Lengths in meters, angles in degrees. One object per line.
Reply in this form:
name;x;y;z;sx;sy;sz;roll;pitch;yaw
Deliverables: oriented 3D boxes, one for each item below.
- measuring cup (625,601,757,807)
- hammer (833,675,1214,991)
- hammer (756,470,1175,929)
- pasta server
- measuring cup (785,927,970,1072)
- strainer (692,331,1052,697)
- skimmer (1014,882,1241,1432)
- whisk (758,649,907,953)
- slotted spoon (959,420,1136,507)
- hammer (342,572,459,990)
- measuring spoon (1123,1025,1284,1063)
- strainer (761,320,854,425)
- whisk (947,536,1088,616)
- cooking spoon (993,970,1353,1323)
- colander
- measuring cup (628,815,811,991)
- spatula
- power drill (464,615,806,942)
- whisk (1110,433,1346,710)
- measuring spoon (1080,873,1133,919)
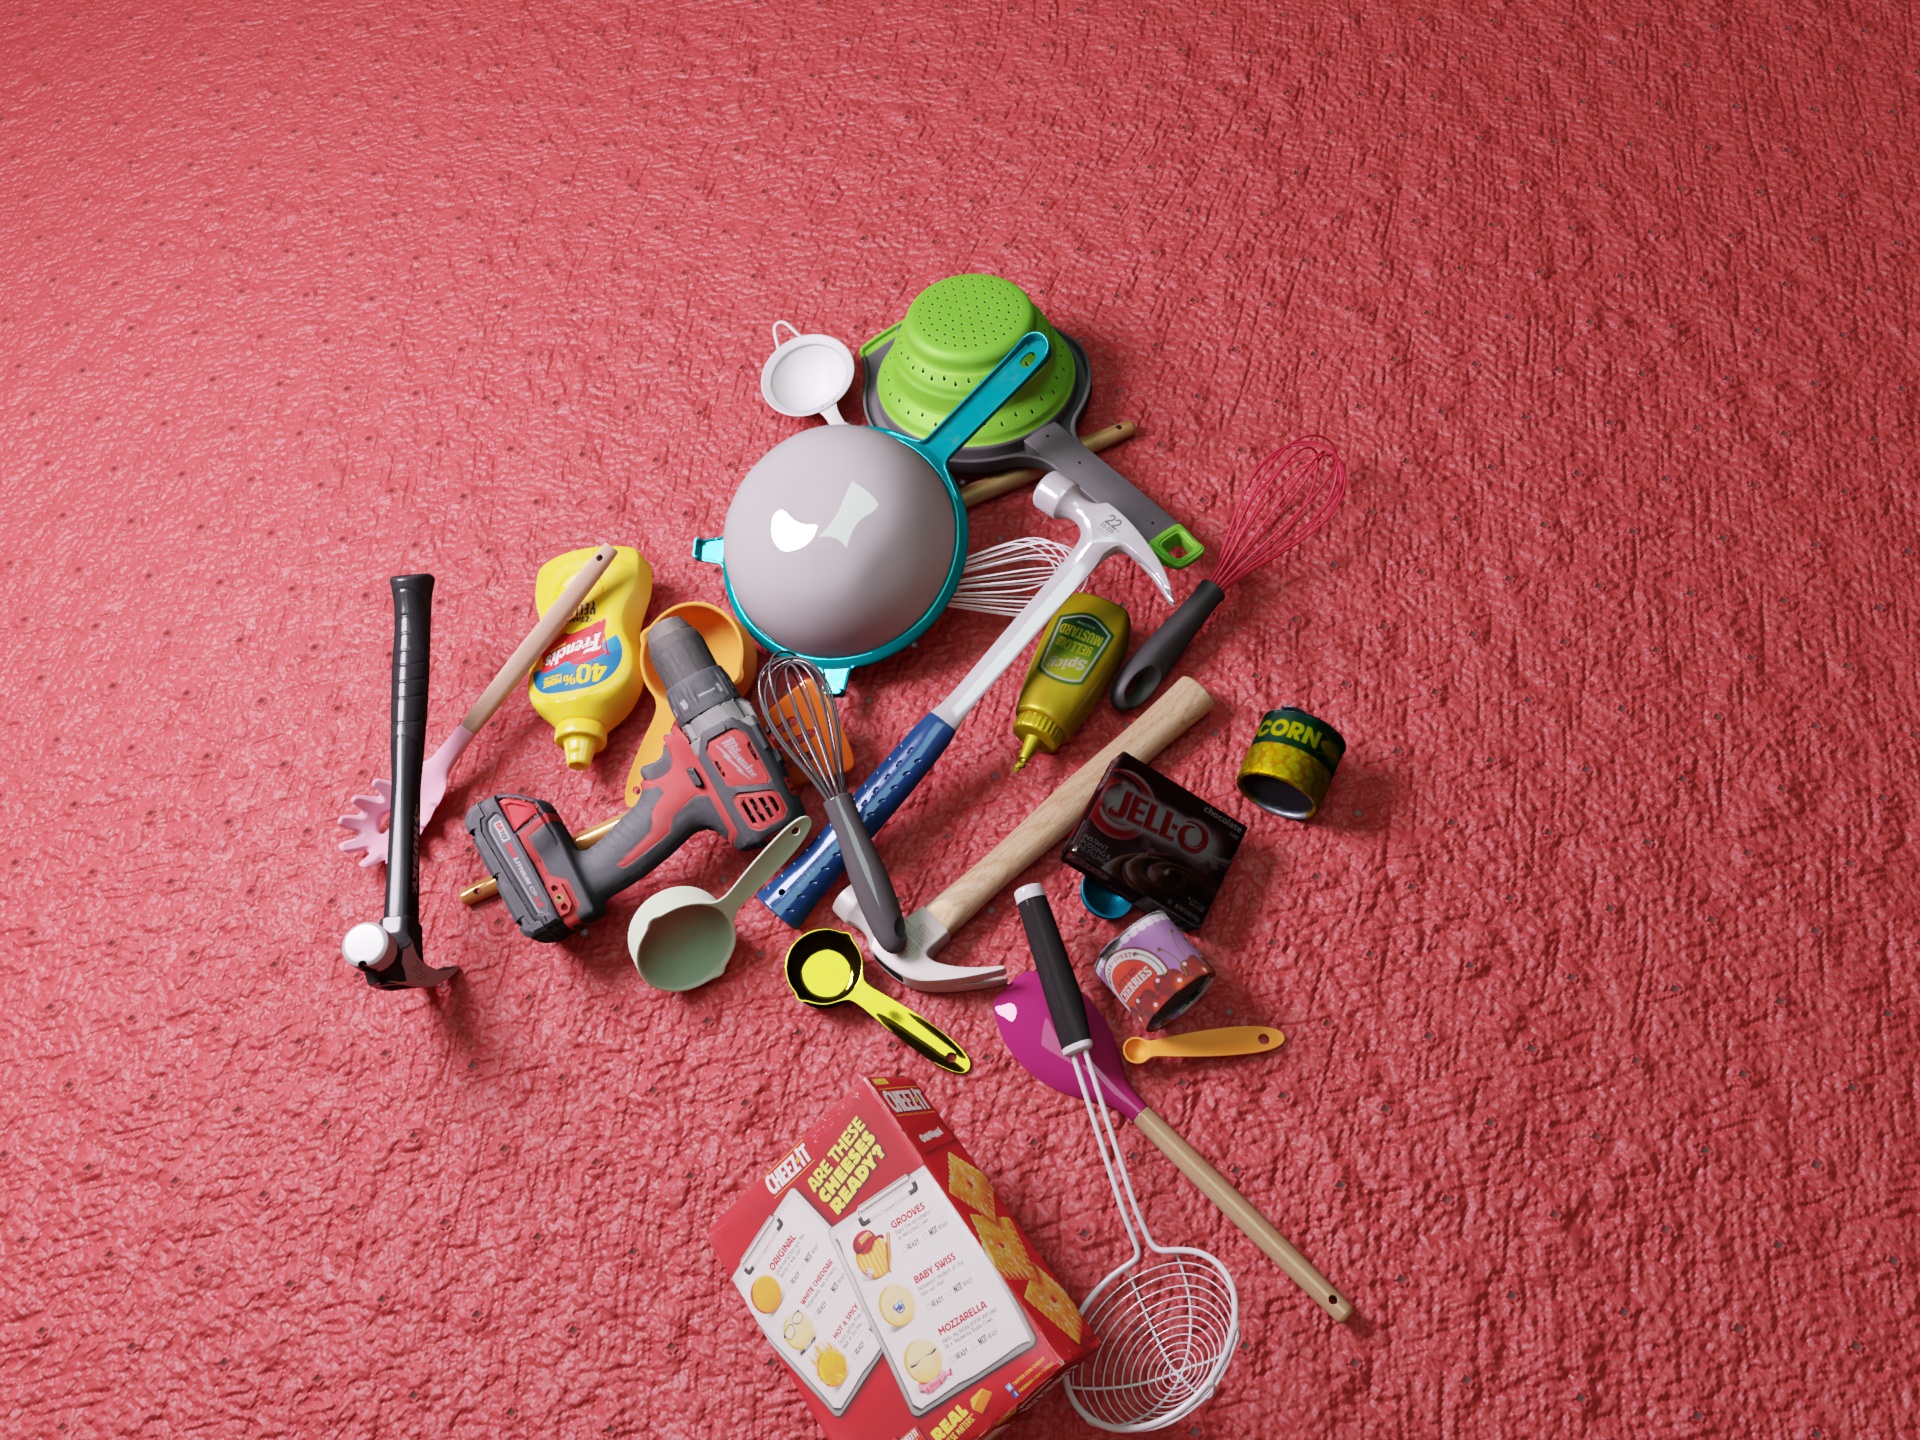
measuring cup;-0.224;-0.009;1.283;0.095;0.052;0.173;23;90;14
hammer;0.069;0.080;1.208;0.331;0.031;0.130;-40;65;-15
hammer;-0.002;-0.004;1.212;0.144;0.035;0.405;38;83;22
pasta server;-0.377;-0.016;1.264;0.060;0.040;0.316;37;86;7
measuring cup;-0.059;0.211;1.160;0.156;0.029;0.062;34;70;9
strainer;-0.061;-0.197;1.261;0.340;0.095;0.211;-45;69;2
skimmer;0.084;0.273;1.053;0.127;0.090;0.364;-27;64;22
whisk;-0.090;0.059;1.163;0.055;0.055;0.239;-22;81;-6
slotted spoon;0.009;-0.196;1.367;0.314;0.031;0.070;-24;59;-9
hammer;-0.414;0.039;1.196;0.035;0.146;0.335;-6;68;0
measuring spoon;0.172;0.230;1.124;0.117;0.011;0.021;-4;57;-6
strainer;-0.106;-0.254;1.389;0.087;0.050;0.259;-29;58;0
whisk;-0.036;-0.108;1.311;0.284;0.070;0.070;-5;61;9
cooking spoon;0.143;0.289;1.094;0.069;0.017;0.319;-41;65;-16
colander;0.061;-0.268;1.339;0.204;0.094;0.397;-34;58;-18
measuring cup;-0.176;0.126;1.173;0.167;0.083;0.038;-46;39;-4
spatula;-0.241;0.069;1.240;0.322;0.041;0.081;-25;86;-6
power drill;-0.251;0.045;1.196;0.226;0.080;0.188;-28;85;-5
whisk;0.217;-0.120;1.286;0.073;0.073;0.296;36;76;22
measuring spoon;0.129;0.099;1.203;0.042;0.021;0.129;37;60;0
